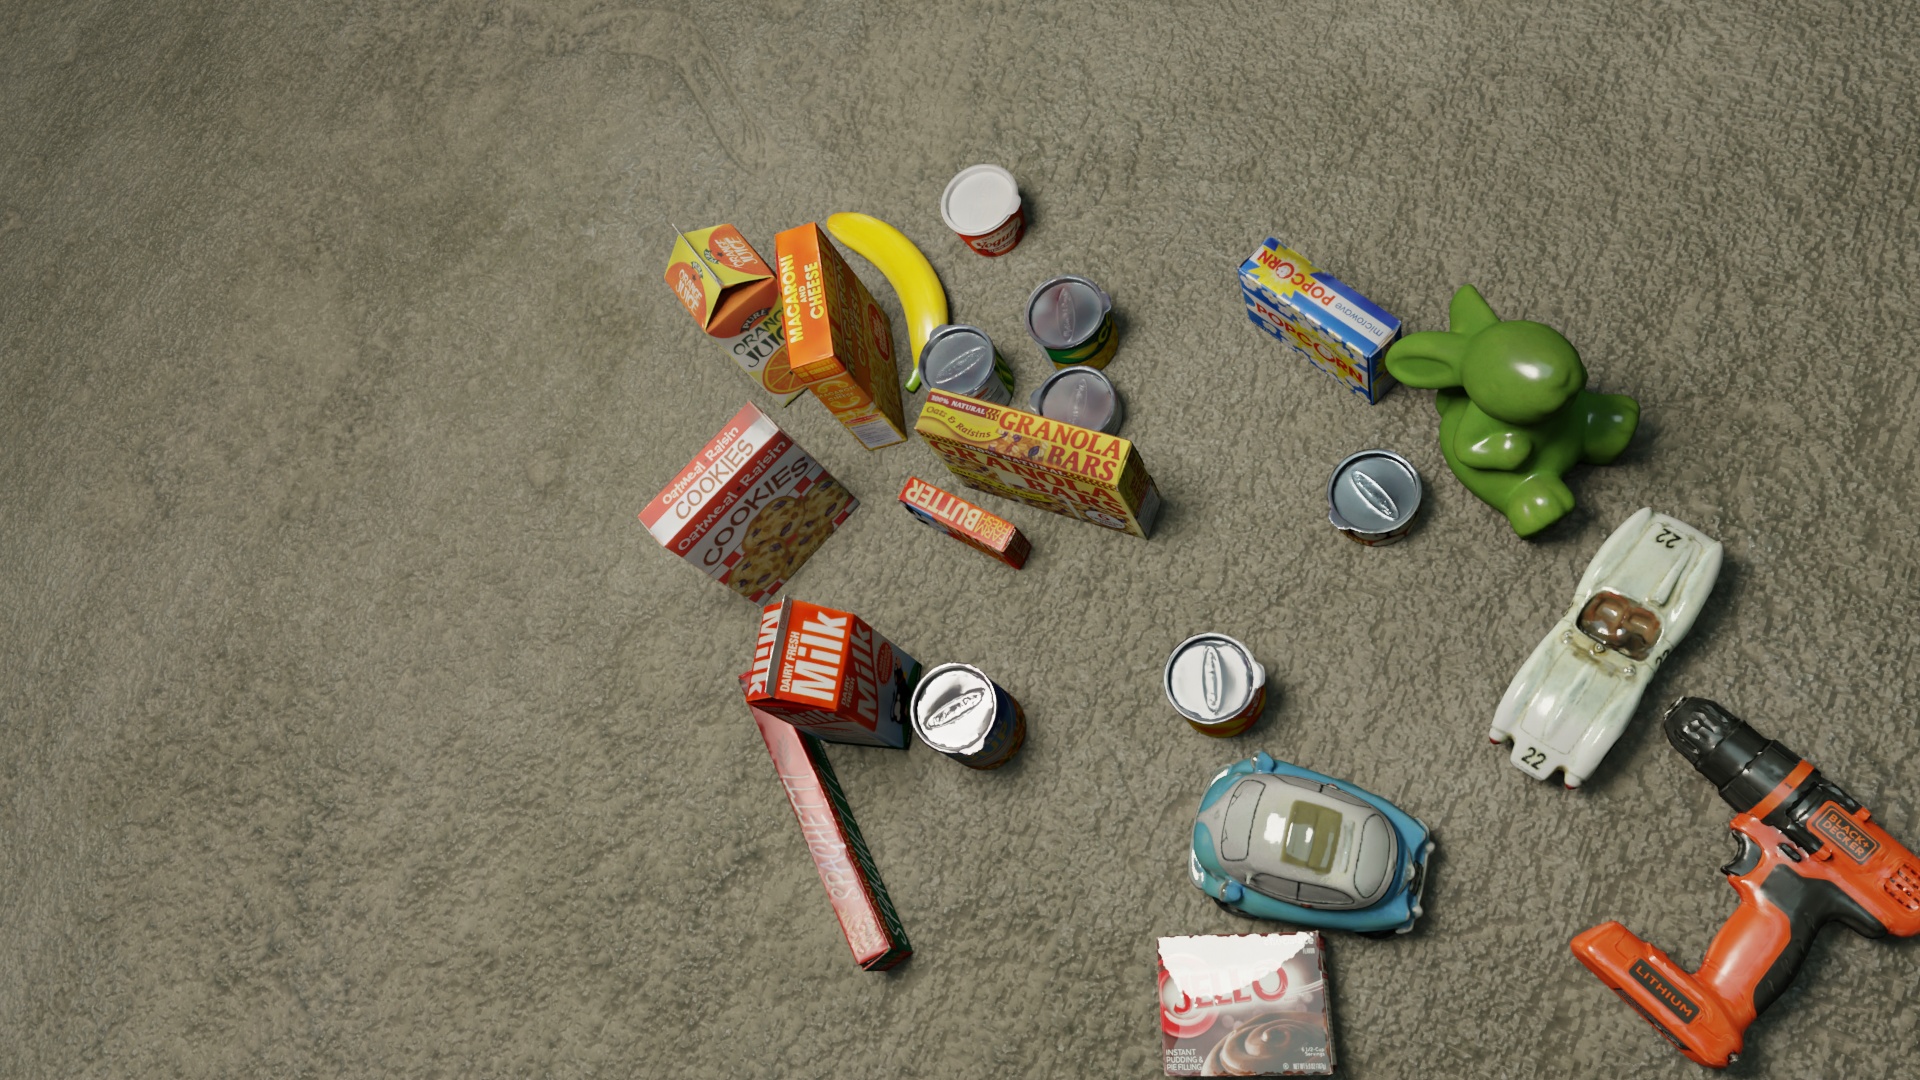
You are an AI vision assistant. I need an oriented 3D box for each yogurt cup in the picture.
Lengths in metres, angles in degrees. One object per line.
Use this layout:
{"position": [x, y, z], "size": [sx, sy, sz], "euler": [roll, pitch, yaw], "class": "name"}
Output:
{"position": [0.023, -0.280, 1.193], "size": [0.072, 0.054, 0.072], "euler": [-6, 70, 17], "class": "yogurt cup"}

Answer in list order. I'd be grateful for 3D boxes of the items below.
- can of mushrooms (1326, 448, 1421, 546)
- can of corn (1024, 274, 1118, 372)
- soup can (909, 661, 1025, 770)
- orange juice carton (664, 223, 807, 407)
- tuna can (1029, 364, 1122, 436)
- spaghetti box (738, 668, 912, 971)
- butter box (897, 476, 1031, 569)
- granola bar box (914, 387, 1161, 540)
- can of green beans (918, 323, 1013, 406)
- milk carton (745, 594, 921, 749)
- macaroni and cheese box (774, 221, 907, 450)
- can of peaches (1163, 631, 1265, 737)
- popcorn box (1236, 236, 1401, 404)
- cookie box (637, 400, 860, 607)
{"position": [0.302, -0.030, 1.020], "size": [0.071, 0.033, 0.071], "euler": [-6, 69, 17], "class": "can of mushrooms"}
{"position": [0.093, -0.174, 1.128], "size": [0.071, 0.058, 0.071], "euler": [-6, 70, 17], "class": "can of corn"}
{"position": [0.008, 0.134, 1.032], "size": [0.071, 0.083, 0.071], "euler": [-6, 70, 17], "class": "soup can"}
{"position": [-0.176, -0.193, 1.150], "size": [0.073, 0.192, 0.072], "euler": [-39, 64, 2], "class": "orange juice carton"}
{"position": [0.093, -0.105, 1.118], "size": [0.071, 0.032, 0.071], "euler": [-6, 69, 17], "class": "tuna can"}
{"position": [-0.105, 0.208, 1.062], "size": [0.028, 0.050, 0.251], "euler": [-31, 64, 6], "class": "spaghetti box"}
{"position": [0.004, -0.014, 1.103], "size": [0.103, 0.053, 0.024], "euler": [26, 82, 25], "class": "butter box"}
{"position": [0.062, -0.059, 1.061], "size": [0.166, 0.124, 0.039], "euler": [17, 78, 23], "class": "granola bar box"}
{"position": [0.005, -0.136, 1.144], "size": [0.071, 0.057, 0.071], "euler": [-6, 70, 17], "class": "can of green beans"}
{"position": [-0.097, 0.099, 1.020], "size": [0.073, 0.190, 0.072], "euler": [2, 72, 19], "class": "milk carton"}
{"position": [-0.096, -0.161, 1.127], "size": [0.040, 0.166, 0.124], "euler": [-15, 67, 13], "class": "macaroni and cheese box"}
{"position": [0.186, 0.105, 0.997], "size": [0.071, 0.058, 0.071], "euler": [-6, 70, 17], "class": "can of peaches"}
{"position": [0.273, -0.166, 1.050], "size": [0.038, 0.085, 0.127], "euler": [-47, 64, -2], "class": "popcorn box"}
{"position": [-0.163, -0.025, 1.100], "size": [0.123, 0.167, 0.040], "euler": [-46, 64, -1], "class": "cookie box"}
